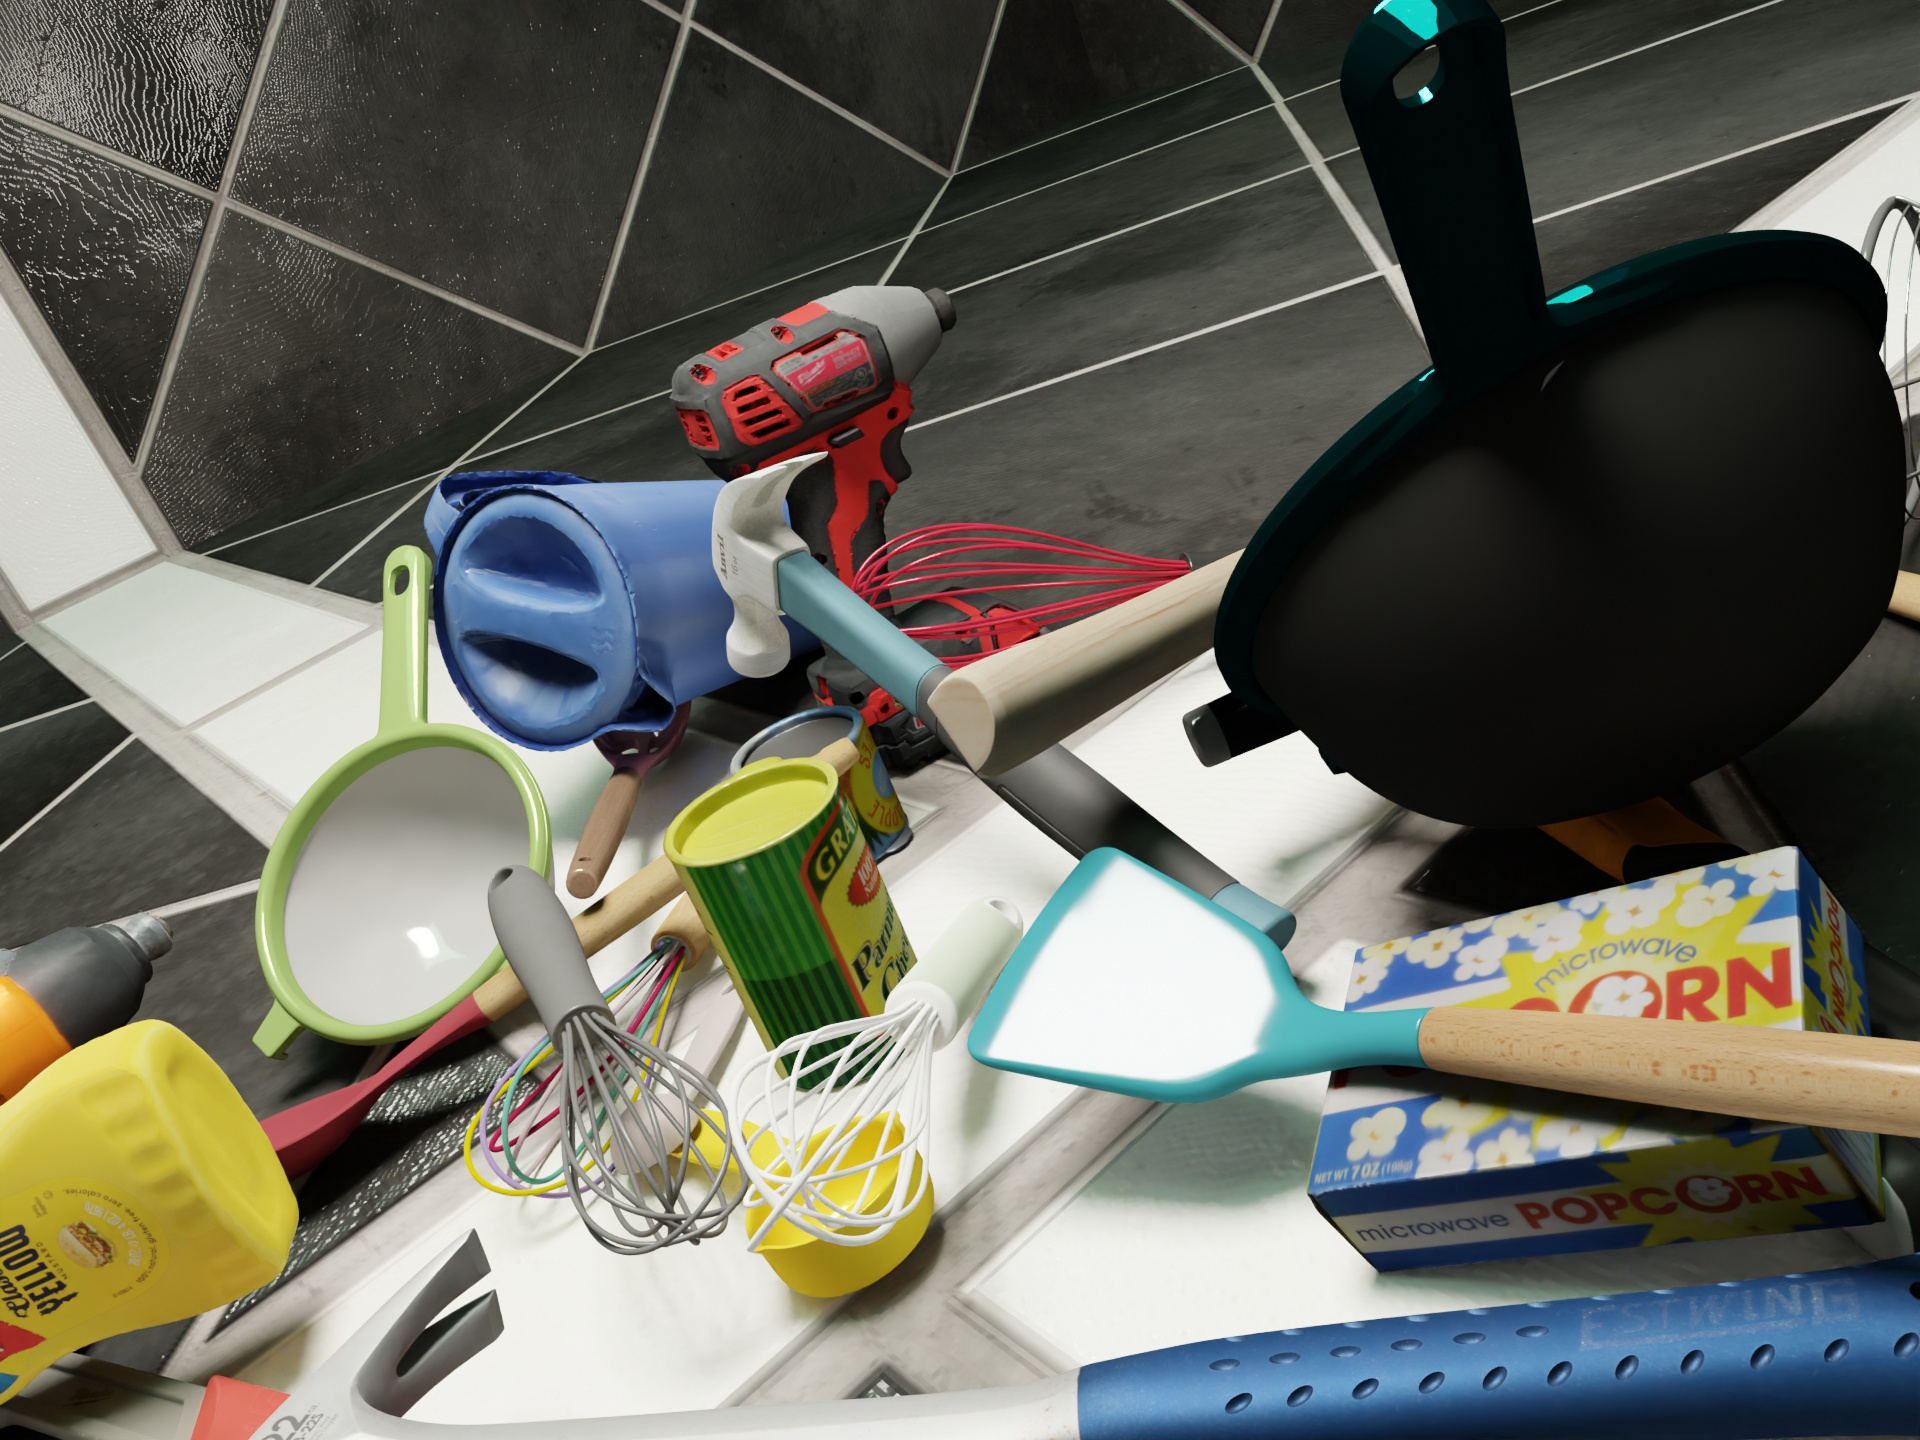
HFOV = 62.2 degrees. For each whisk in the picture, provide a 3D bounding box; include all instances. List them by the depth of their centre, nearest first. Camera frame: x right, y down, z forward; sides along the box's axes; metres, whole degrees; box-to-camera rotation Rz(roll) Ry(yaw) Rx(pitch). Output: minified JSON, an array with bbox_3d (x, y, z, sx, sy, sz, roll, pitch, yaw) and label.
[{"bbox_3d":[-0.015,0.097,0.501,0.059,0.058,0.246,-55,-6,16],"label":"whisk"},{"bbox_3d":[-0.130,0.105,0.553,0.055,0.055,0.239,-29,32,-16],"label":"whisk"},{"bbox_3d":[-0.131,0.106,0.654,0.047,0.051,0.245,-18,21,23],"label":"whisk"},{"bbox_3d":[0.086,-0.065,0.740,0.295,0.073,0.073,-6,22,-9],"label":"whisk"}]

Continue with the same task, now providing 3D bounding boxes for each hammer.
[{"bbox_3d":[0.018,0.157,0.369,0.405,0.035,0.144,-9,15,11],"label":"hammer"},{"bbox_3d":[-0.203,0.218,0.488,0.359,0.036,0.149,-6,29,33],"label":"hammer"},{"bbox_3d":[0.225,0.035,0.509,0.127,0.034,0.337,-25,24,-5],"label":"hammer"},{"bbox_3d":[0.156,-0.075,0.601,0.410,0.038,0.146,-25,-18,-36],"label":"hammer"},{"bbox_3d":[-0.001,-0.002,0.621,0.033,0.128,0.331,-27,46,-29],"label":"hammer"}]

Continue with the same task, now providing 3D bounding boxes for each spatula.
[{"bbox_3d":[0.126,0.071,0.370,0.317,0.044,0.082,-7,40,53],"label":"spatula"}]

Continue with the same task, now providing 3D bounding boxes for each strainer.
[{"bbox_3d":[0.161,-0.046,0.402,0.211,0.340,0.095,-31,64,14],"label":"strainer"},{"bbox_3d":[-0.252,0.036,0.762,0.151,0.069,0.257,-17,61,12],"label":"strainer"}]

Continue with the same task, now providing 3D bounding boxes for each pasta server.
[{"bbox_3d":[-0.169,0.028,0.789,0.060,0.040,0.316,-4,12,-5],"label":"pasta server"}]

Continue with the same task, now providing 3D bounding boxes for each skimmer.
[{"bbox_3d":[0.243,-0.080,0.607,0.363,0.127,0.090,-25,28,-1],"label":"skimmer"}]

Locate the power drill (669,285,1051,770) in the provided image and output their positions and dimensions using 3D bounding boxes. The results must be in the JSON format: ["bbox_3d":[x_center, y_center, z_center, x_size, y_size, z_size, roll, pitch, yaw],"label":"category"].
[{"bbox_3d":[-0.037,-0.100,0.782,0.143,0.219,0.079,-31,26,-19],"label":"power drill"}]

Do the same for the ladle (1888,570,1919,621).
[{"bbox_3d":[0.367,-0.001,0.470,0.078,0.062,0.320,-23,17,1],"label":"ladle"}]

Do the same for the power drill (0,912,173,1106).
[{"bbox_3d":[-0.447,0.154,0.708,0.226,0.084,0.164,-21,18,47],"label":"power drill"}]

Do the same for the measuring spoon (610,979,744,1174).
[{"bbox_3d":[-0.104,0.126,0.606,0.034,0.018,0.124,-27,16,20],"label":"measuring spoon"}]

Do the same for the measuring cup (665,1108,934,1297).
[{"bbox_3d":[-0.062,0.153,0.528,0.062,0.029,0.156,-39,17,-29],"label":"measuring cup"}]

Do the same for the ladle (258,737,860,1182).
[{"bbox_3d":[-0.173,0.100,0.648,0.315,0.031,0.069,-35,8,-5],"label":"ladle"}]
